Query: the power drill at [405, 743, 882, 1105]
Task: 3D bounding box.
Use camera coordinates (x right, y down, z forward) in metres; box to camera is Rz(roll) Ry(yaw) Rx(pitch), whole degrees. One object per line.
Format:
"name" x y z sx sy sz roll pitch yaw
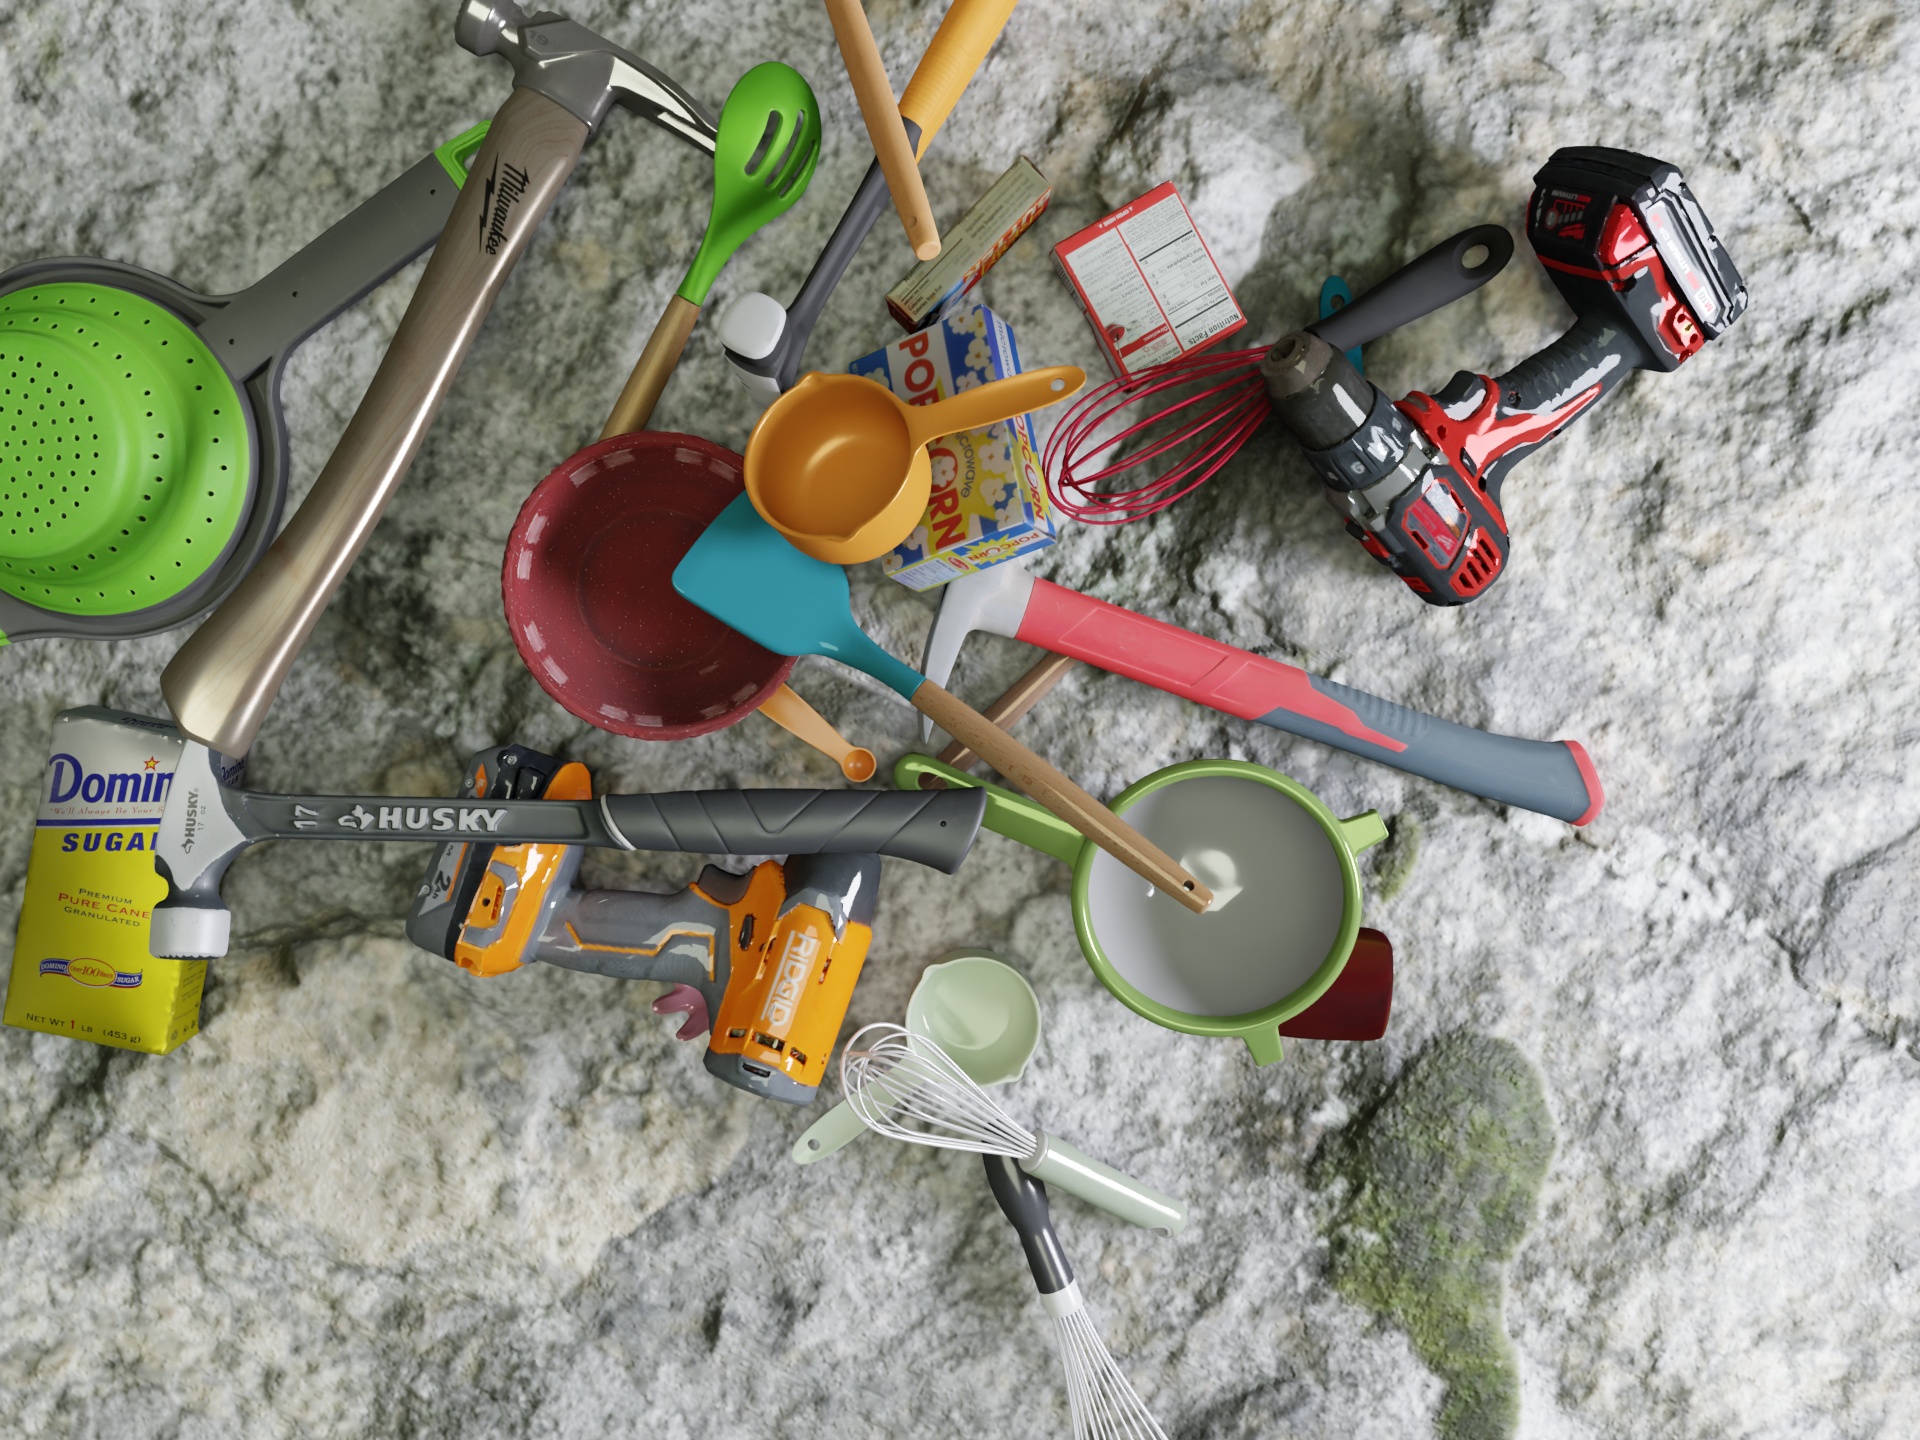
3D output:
"power drill" -0.156 0.089 0.845 0.226 0.084 0.164 20 83 5

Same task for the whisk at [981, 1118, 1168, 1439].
"whisk" 0.069 0.363 0.922 0.070 0.070 0.284 -21 92 1

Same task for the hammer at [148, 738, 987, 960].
"hammer" -0.191 0.046 0.795 0.409 0.036 0.149 1 80 -2

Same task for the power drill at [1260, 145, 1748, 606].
"power drill" 0.273 -0.190 0.822 0.226 0.080 0.187 -47 122 5

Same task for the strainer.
"strainer" 0.087 0.069 0.860 0.256 0.069 0.151 22 103 4

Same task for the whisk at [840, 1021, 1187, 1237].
"whisk" 0.034 0.234 0.882 0.246 0.058 0.059 32 54 -24

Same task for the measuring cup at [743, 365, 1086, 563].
"measuring cup" -0.018 -0.133 0.787 0.173 0.052 0.095 -16 71 8

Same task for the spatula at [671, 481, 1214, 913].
"spatula" -0.001 -0.003 0.811 0.317 0.044 0.082 36 71 8

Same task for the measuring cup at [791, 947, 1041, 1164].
"measuring cup" -0.029 0.194 0.905 0.167 0.038 0.083 -38 97 5

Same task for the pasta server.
"pasta server" -0.045 0.061 0.887 0.316 0.040 0.060 -44 79 2

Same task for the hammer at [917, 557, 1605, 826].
"hammer" 0.169 0.001 0.876 0.386 0.038 0.143 19 91 -7

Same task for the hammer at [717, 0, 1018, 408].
"hammer" -0.020 -0.310 0.825 0.034 0.127 0.337 29 85 8

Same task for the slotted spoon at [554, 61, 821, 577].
"slotted spoon" -0.156 -0.201 0.851 0.031 0.070 0.313 37 102 35

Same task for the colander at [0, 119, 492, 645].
"colander" -0.399 -0.187 0.816 0.397 0.094 0.204 -36 97 2

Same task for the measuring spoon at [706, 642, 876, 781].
"measuring spoon" -0.095 -0.005 0.893 0.117 0.011 0.021 38 89 -2

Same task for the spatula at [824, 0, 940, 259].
"spatula" -0.065 -0.358 0.777 0.081 0.041 0.323 -28 66 25

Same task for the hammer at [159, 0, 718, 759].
"hammer" -0.266 -0.167 0.798 0.146 0.038 0.411 27 80 -11

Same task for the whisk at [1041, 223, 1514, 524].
"whisk" 0.172 -0.190 0.843 0.296 0.073 0.073 -30 97 -8

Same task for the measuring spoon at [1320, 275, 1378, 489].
"measuring spoon" 0.216 -0.181 0.875 0.042 0.021 0.128 -10 97 -1
